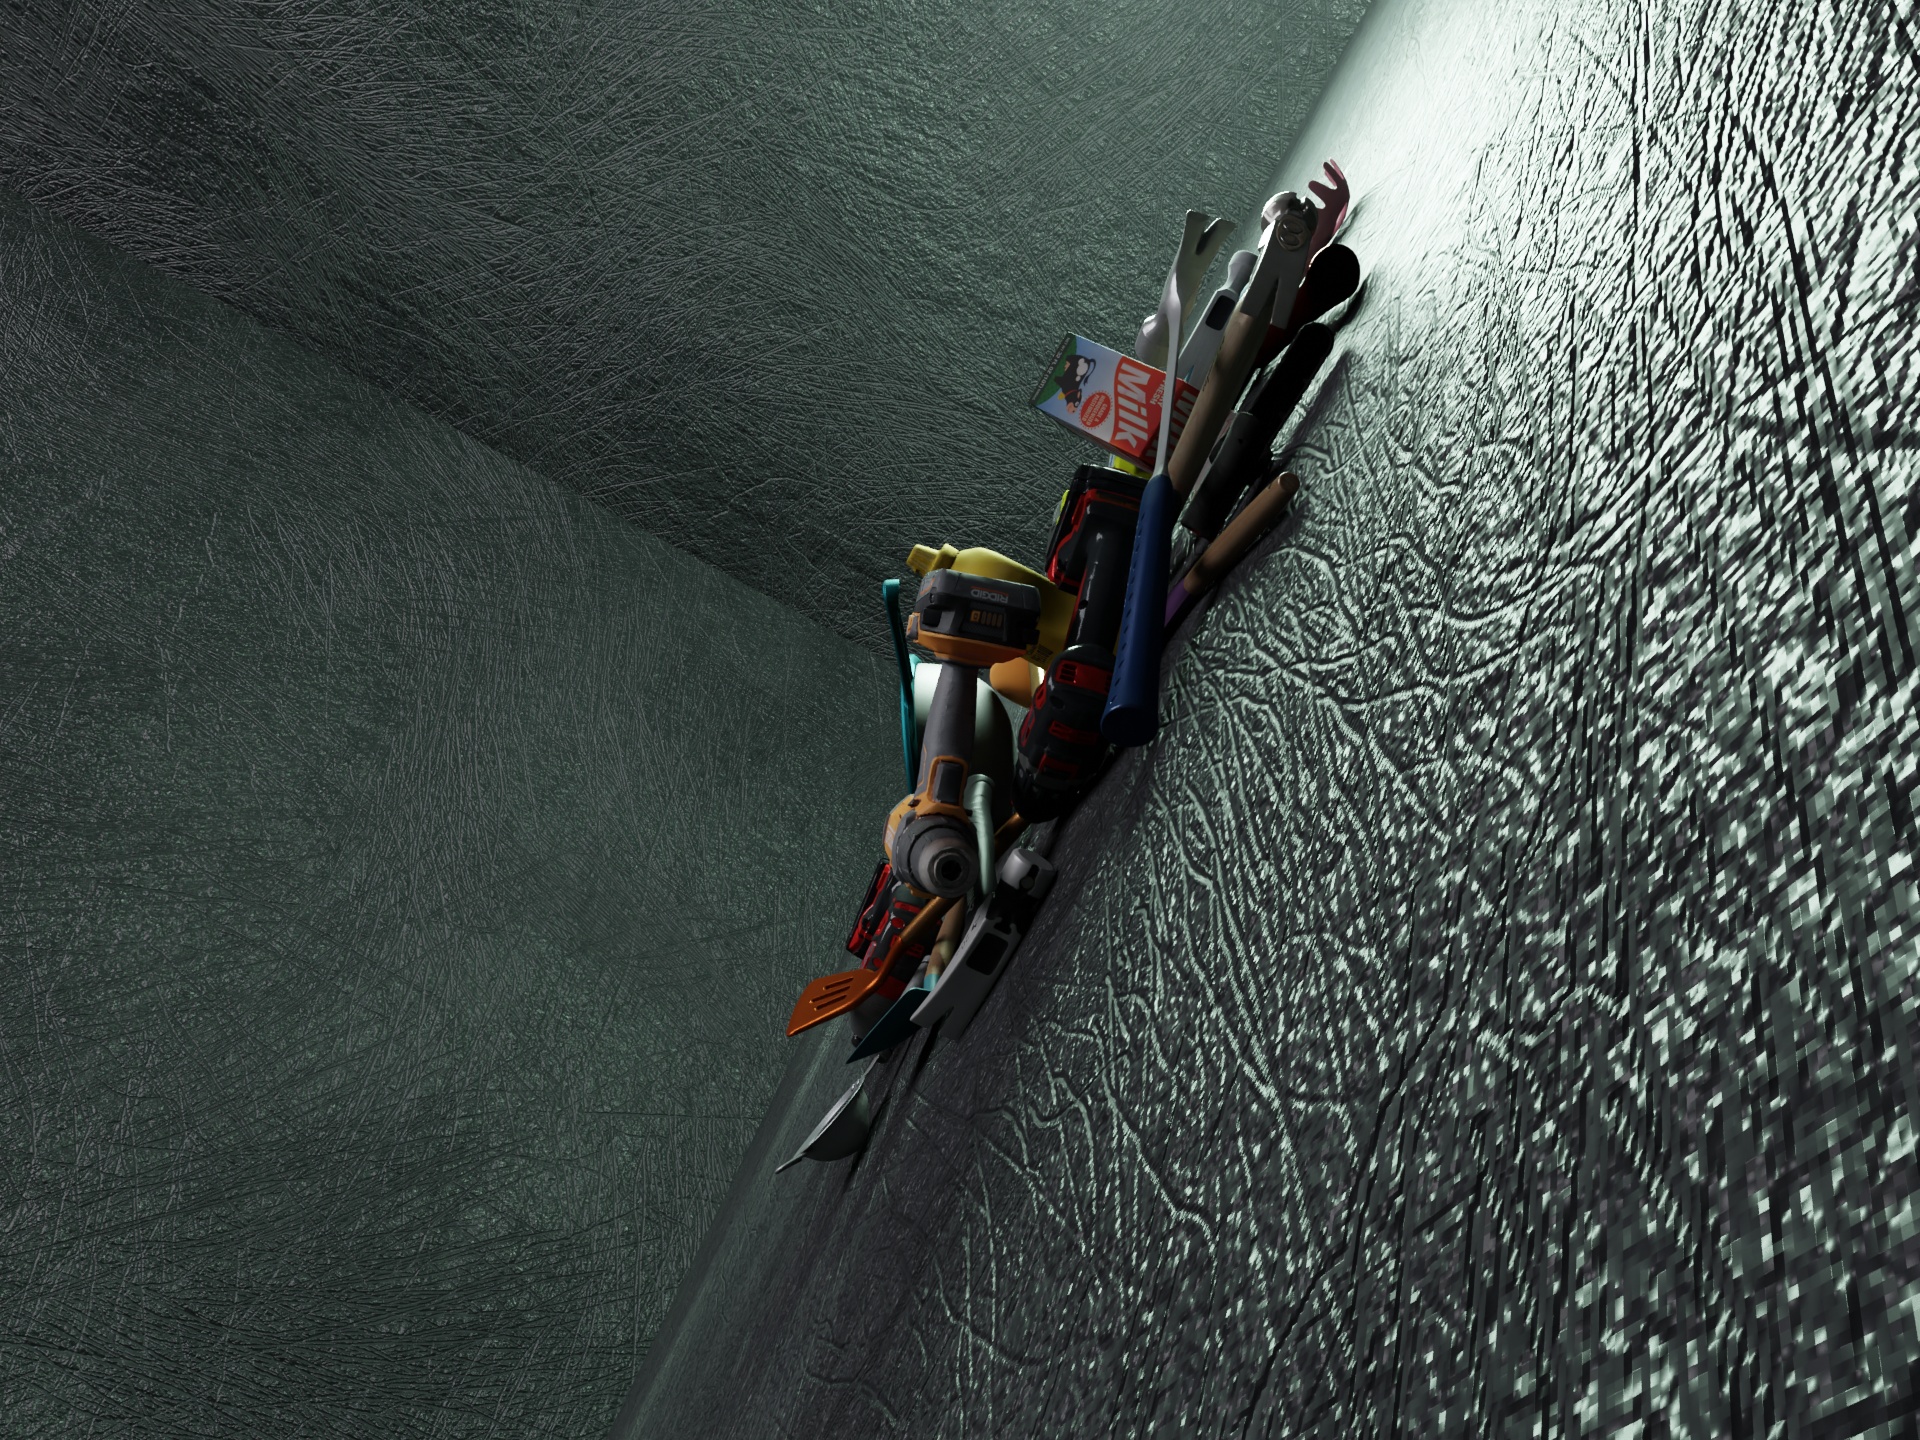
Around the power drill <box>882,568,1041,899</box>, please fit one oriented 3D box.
[{"bbox_3d":[-0.004,0.013,1.104,0.185,0.084,0.226,-153,74,-82],"label":"power drill"}]

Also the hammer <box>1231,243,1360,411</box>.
[{"bbox_3d":[0.247,-0.298,1.266,0.149,0.036,0.359,-62,2,1],"label":"hammer"}]

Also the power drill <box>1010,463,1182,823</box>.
[{"bbox_3d":[0.087,-0.048,1.140,0.187,0.080,0.227,108,177,-59],"label":"power drill"}]

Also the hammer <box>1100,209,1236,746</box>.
[{"bbox_3d":[0.131,-0.164,1.039,0.144,0.035,0.406,109,173,-55],"label":"hammer"}]

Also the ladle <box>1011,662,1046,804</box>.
[{"bbox_3d":[0.066,-0.022,1.330,0.069,0.031,0.316,-42,23,23],"label":"ladle"}]

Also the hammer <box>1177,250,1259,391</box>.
[{"bbox_3d":[0.218,-0.308,1.523,0.128,0.033,0.331,-61,-6,-15],"label":"hammer"}]

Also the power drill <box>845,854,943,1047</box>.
[{"bbox_3d":[-0.065,0.221,1.532,0.220,0.078,0.143,-91,23,-79],"label":"power drill"}]

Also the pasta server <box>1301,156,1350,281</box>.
[{"bbox_3d":[0.275,-0.366,1.470,0.060,0.040,0.316,-48,-11,-50],"label":"pasta server"}]

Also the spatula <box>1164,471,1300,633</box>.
[{"bbox_3d":[0.159,-0.098,1.025,0.060,0.018,0.316,-62,1,-15],"label":"spatula"}]

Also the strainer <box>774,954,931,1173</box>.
[{"bbox_3d":[-0.069,0.284,1.327,0.258,0.050,0.087,-56,4,-38],"label":"strainer"}]

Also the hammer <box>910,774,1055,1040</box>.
[{"bbox_3d":[0.011,0.113,1.195,0.146,0.035,0.335,-61,9,13],"label":"hammer"}]

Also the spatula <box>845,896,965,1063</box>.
[{"bbox_3d":[-0.026,0.199,1.326,0.082,0.044,0.317,-51,4,17],"label":"spatula"}]

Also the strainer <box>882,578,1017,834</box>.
[{"bbox_3d":[-0.002,-0.005,1.452,0.340,0.095,0.211,79,-174,-47],"label":"strainer"}]

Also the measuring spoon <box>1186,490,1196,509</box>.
[{"bbox_3d":[0.211,-0.204,1.328,0.116,0.011,0.021,115,179,-59],"label":"measuring spoon"}]

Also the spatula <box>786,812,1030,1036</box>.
[{"bbox_3d":[-0.039,0.167,1.356,0.322,0.041,0.081,-48,10,27],"label":"spatula"}]

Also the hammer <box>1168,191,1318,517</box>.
[{"bbox_3d":[0.165,-0.184,1.192,0.410,0.038,0.146,111,-179,-47],"label":"hammer"}]

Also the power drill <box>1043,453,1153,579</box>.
[{"bbox_3d":[0.140,-0.171,1.470,0.228,0.080,0.191,127,154,-72],"label":"power drill"}]

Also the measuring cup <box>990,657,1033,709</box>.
[{"bbox_3d":[0.077,-0.028,1.511,0.173,0.095,0.052,63,-132,-70],"label":"measuring cup"}]

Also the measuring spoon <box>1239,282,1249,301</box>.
[{"bbox_3d":[0.218,-0.307,1.269,0.129,0.021,0.042,-61,1,-22],"label":"measuring spoon"}]
